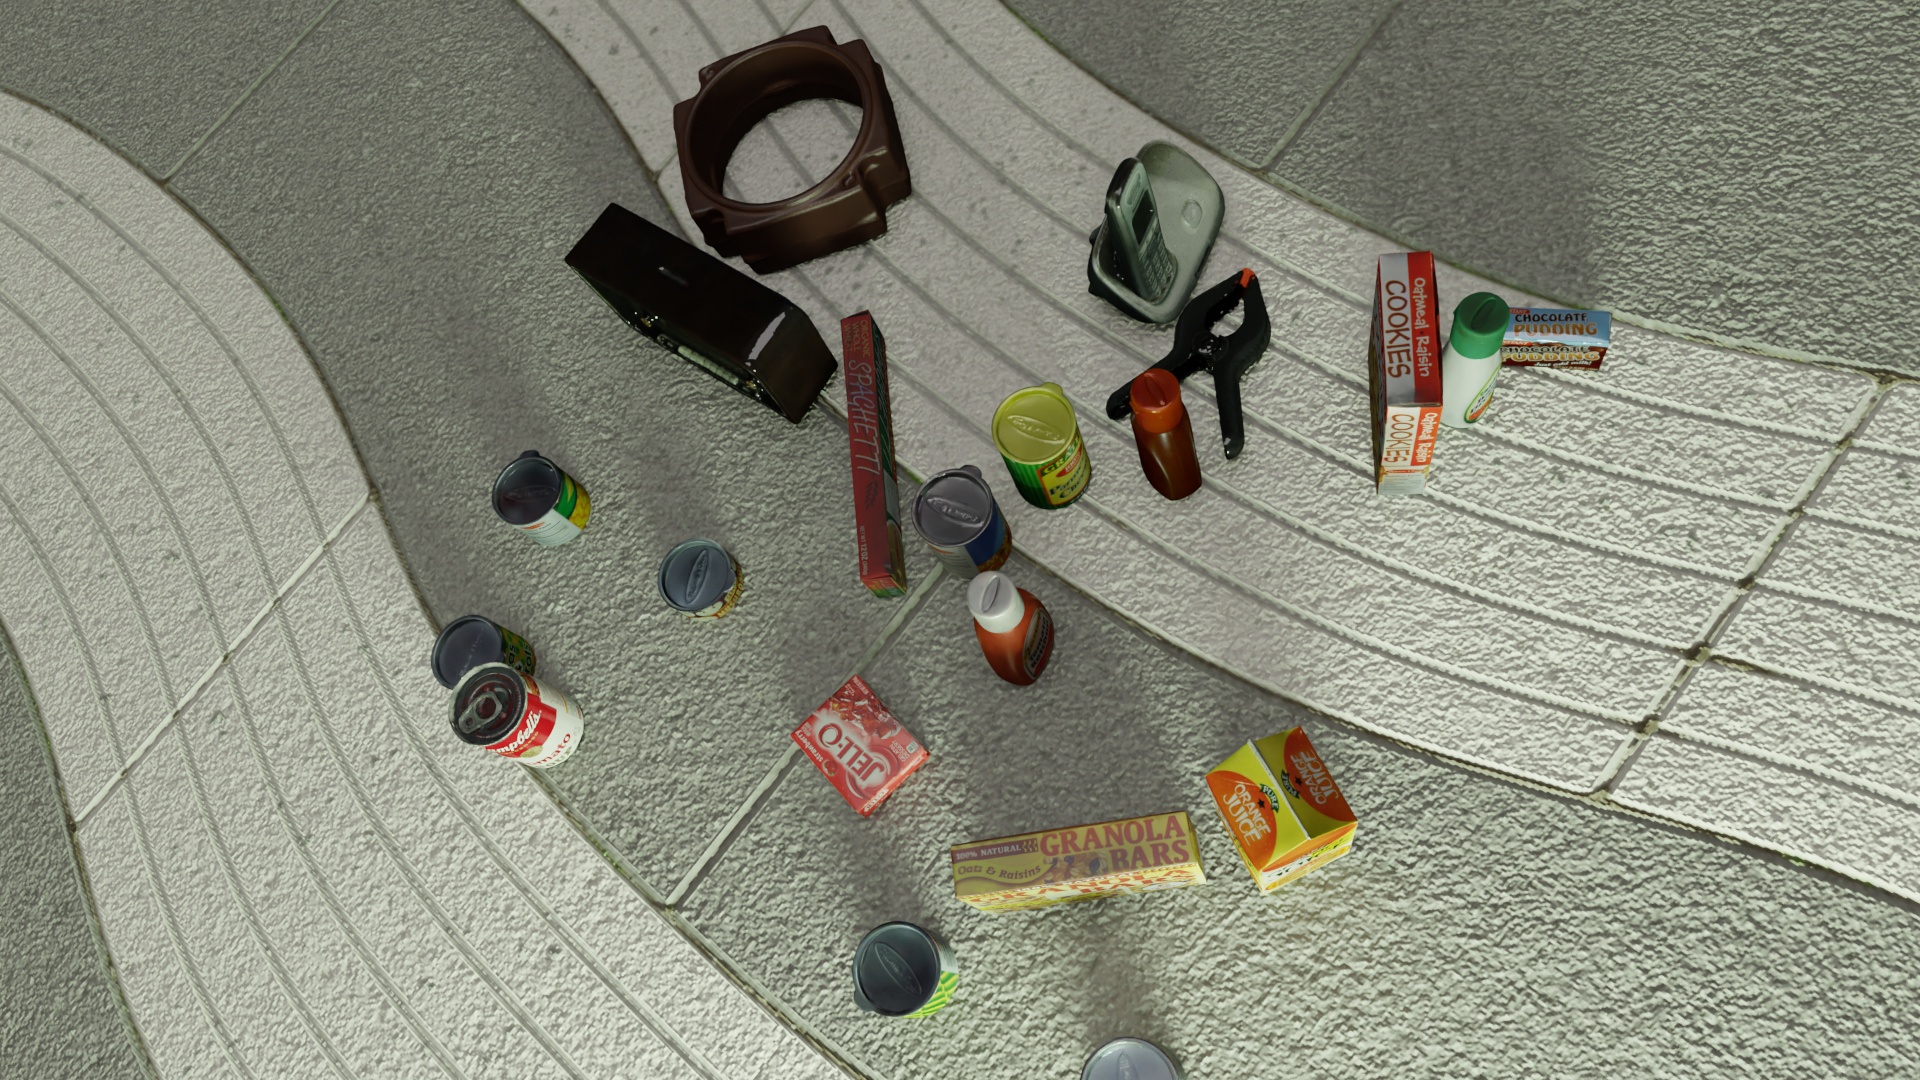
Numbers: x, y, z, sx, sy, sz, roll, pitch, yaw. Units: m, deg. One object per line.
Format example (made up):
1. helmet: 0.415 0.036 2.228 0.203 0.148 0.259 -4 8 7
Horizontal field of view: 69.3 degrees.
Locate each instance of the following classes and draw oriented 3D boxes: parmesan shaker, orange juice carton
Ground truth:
1. parmesan shaker: 0.069 -0.074 1.117 0.071 0.103 0.071 -4 69 12
2. orange juice carton: 0.216 0.182 0.936 0.073 0.192 0.072 -28 66 2

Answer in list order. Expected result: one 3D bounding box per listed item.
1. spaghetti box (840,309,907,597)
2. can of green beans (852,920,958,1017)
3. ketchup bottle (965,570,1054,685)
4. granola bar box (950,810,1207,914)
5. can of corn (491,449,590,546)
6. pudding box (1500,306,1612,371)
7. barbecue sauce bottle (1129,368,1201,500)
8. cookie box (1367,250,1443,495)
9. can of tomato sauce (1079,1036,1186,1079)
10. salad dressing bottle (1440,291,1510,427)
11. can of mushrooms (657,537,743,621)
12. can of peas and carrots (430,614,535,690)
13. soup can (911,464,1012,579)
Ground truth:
1. spaghetti box: -0.074 -0.076 1.180 0.028 0.050 0.251 -10 68 10
2. can of green beans: -0.040 0.316 1.020 0.071 0.057 0.071 -4 69 12
3. ketchup bottle: 0.036 0.063 1.048 0.043 0.148 0.065 14 74 18
4. granola bar box: 0.087 0.230 0.986 0.165 0.124 0.039 -11 68 9
5. can of corn: -0.370 -0.037 1.231 0.071 0.058 0.071 -4 69 12
6. pudding box: 0.460 -0.158 1.085 0.084 0.049 0.030 6 72 15
7. barbecue sauce bottle: 0.157 -0.084 1.075 0.043 0.148 0.065 -28 66 2
8. cookie box: 0.331 -0.121 1.037 0.040 0.167 0.123 -2 70 13
9. can of tomato sauce: 0.118 0.375 0.946 0.071 0.083 0.071 -4 69 12
10. salad dressing bottle: 0.382 -0.135 1.041 0.044 0.147 0.064 34 81 22
11. can of mushrooms: -0.219 0.034 1.182 0.071 0.033 0.071 -4 69 12
12. can of peas and carrots: -0.404 0.103 1.186 0.071 0.058 0.071 -4 69 12
13. soup can: 0.004 -0.014 1.120 0.071 0.083 0.071 -4 69 12
